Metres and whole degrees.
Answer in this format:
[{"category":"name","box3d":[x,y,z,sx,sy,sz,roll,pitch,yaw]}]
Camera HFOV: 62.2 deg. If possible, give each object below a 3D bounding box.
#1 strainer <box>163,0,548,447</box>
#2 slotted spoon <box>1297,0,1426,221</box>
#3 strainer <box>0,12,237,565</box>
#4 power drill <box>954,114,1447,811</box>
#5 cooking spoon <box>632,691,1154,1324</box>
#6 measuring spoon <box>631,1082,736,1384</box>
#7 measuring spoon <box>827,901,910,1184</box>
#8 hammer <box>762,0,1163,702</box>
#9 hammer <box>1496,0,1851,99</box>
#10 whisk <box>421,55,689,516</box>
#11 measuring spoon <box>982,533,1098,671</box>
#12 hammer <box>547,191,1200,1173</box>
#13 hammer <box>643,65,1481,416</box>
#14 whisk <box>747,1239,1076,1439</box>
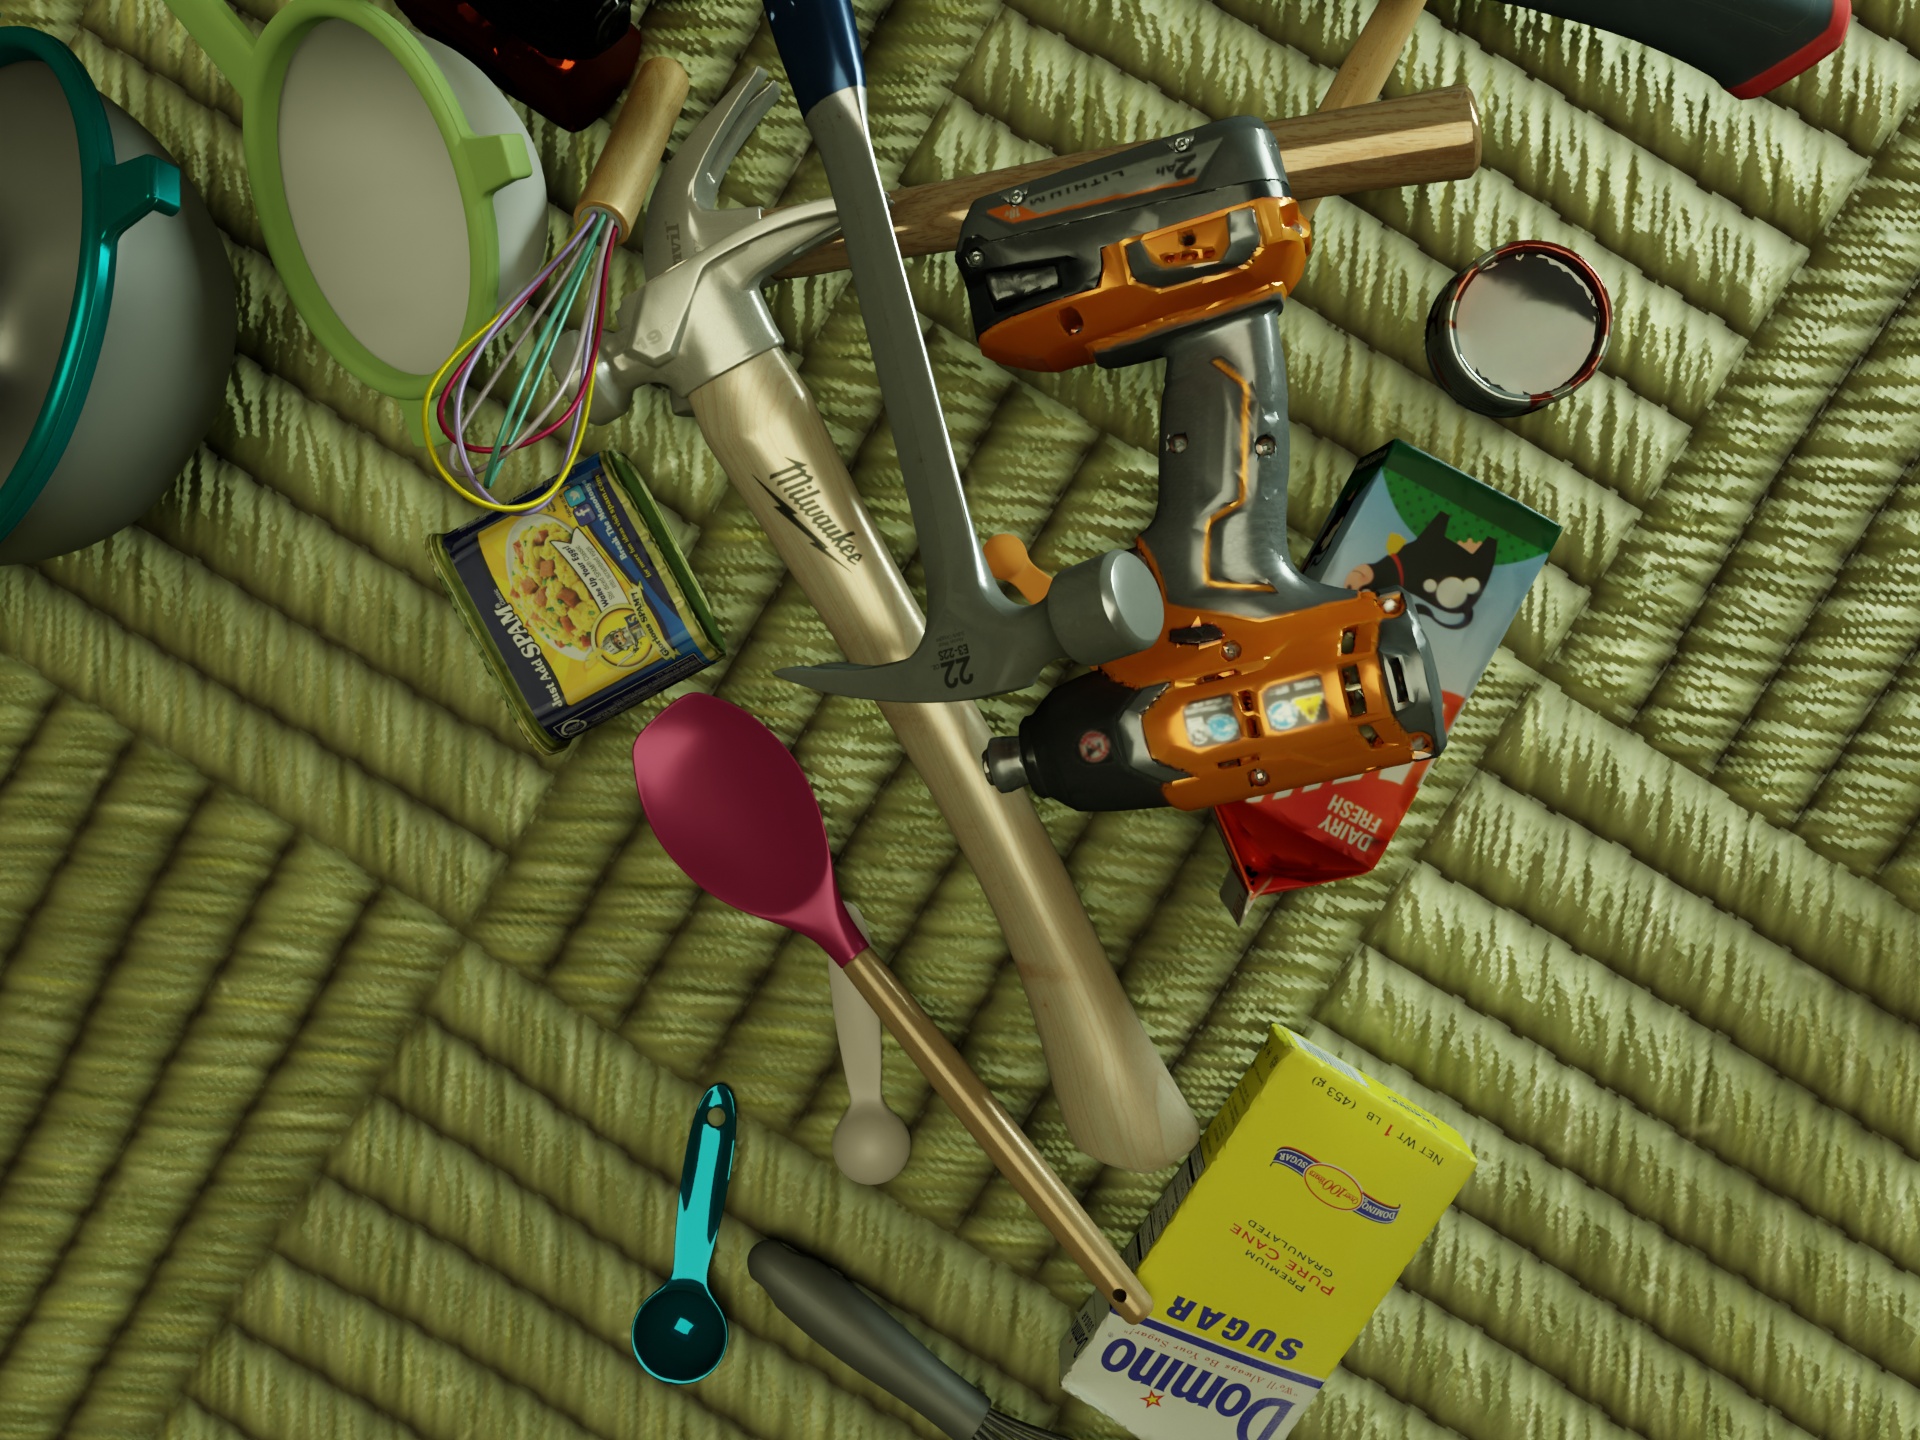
[{"category":"strainer","box3d":[-0.246,-0.246,0.642,0.256,0.069,0.151,48,135,13]},{"category":"slotted spoon","box3d":[0.165,-0.271,0.637,0.070,0.031,0.314,28,97,1]},{"category":"strainer","box3d":[-0.383,-0.096,0.639,0.211,0.095,0.340,39,106,31]},{"category":"power drill","box3d":[0.068,-0.079,0.573,0.164,0.084,0.226,-14,88,13]},{"category":"cooking spoon","box3d":[-0.028,0.119,0.661,0.069,0.017,0.319,-41,82,6]},{"category":"measuring spoon","box3d":[-0.114,0.222,0.695,0.042,0.021,0.128,9,86,2]},{"category":"measuring spoon","box3d":[-0.044,0.140,0.681,0.034,0.018,0.124,-6,93,4]},{"category":"hammer","box3d":[-0.046,-0.201,0.554,0.144,0.035,0.405,-17,85,36]},{"category":"hammer","box3d":[0.144,-0.313,0.581,0.386,0.038,0.143,11,120,-4]},{"category":"whisk","box3d":[-0.141,-0.172,0.585,0.047,0.051,0.245,13,55,-4]},{"category":"measuring spoon","box3d":[0.054,-0.036,0.666,0.117,0.011,0.021,43,95,-1]},{"category":"hammer","box3d":[-0.001,-0.002,0.640,0.146,0.038,0.410,-27,98,9]},{"category":"hammer","box3d":[0.034,-0.210,0.633,0.331,0.031,0.130,-7,93,8]},{"category":"whisk","box3d":[0.005,0.300,0.678,0.239,0.055,0.055,37,95,3]}]
